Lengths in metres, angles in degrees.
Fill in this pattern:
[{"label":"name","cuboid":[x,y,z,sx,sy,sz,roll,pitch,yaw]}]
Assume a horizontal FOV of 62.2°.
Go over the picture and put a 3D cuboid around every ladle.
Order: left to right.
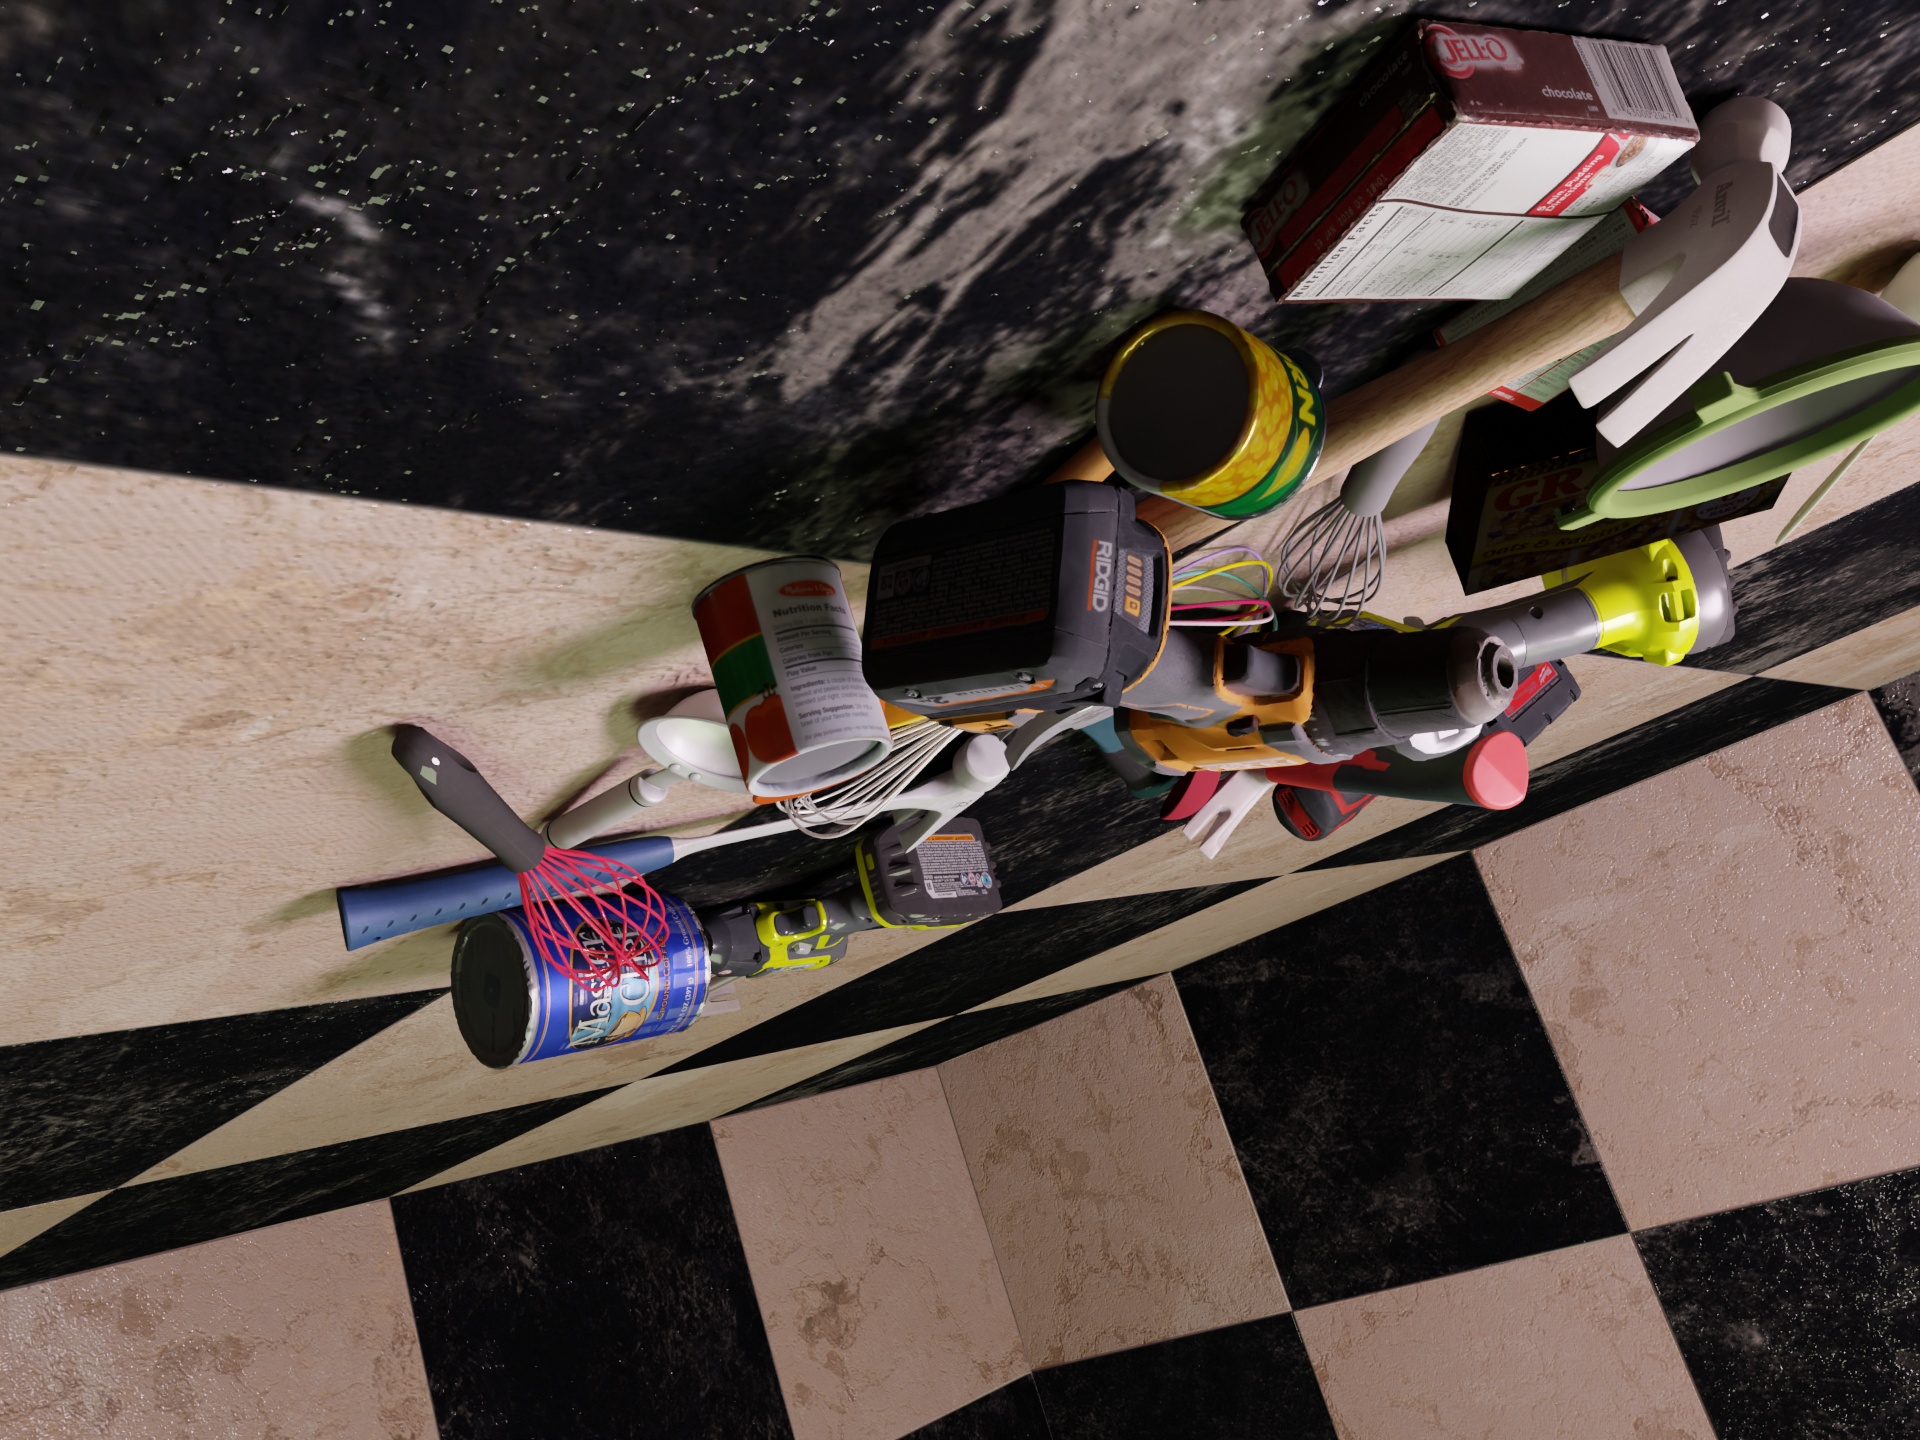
[{"label":"ladle","cuboid":[0.173,-0.001,1.072,0.069,0.031,0.315,-55,166,-20]}]

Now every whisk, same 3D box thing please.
[{"label":"whisk","cuboid":[-0.217,0.075,0.819,0.073,0.073,0.295,-19,152,0]},{"label":"whisk","cuboid":[-0.001,-0.003,0.884,0.246,0.058,0.059,-30,153,20]},{"label":"whisk","cuboid":[0.079,-0.046,0.778,0.245,0.051,0.047,-12,167,-43]},{"label":"whisk","cuboid":[0.194,-0.105,0.758,0.055,0.055,0.238,-17,161,-6]}]

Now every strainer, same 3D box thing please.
[{"label":"strainer","cuboid":[-0.158,0.030,0.826,0.086,0.050,0.258,30,144,-31]},{"label":"strainer","cuboid":[0.381,-0.161,0.673,0.256,0.069,0.151,-17,169,-4]}]

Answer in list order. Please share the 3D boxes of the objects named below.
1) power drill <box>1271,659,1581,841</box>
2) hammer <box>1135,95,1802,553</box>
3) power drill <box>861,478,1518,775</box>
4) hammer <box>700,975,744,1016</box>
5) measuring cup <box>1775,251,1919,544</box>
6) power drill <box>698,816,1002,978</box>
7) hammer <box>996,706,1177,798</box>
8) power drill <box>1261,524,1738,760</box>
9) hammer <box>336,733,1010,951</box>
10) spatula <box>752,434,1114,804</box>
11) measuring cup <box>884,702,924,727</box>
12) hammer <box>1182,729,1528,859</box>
[{"label":"power drill","cuboid":[0.360,0.002,1.224,0.188,0.080,0.226,-32,175,-35]},{"label":"hammer","cuboid":[0.153,-0.113,0.618,0.031,0.130,0.331,42,139,-22]},{"label":"power drill","cuboid":[0.097,-0.027,0.646,0.226,0.084,0.185,16,164,-42]},{"label":"hammer","cuboid":[-0.155,0.209,1.445,0.359,0.037,0.149,-30,161,36]},{"label":"measuring cup","cuboid":[0.434,-0.155,0.776,0.083,0.038,0.167,-38,158,-36]},{"label":"power drill","cuboid":[-0.096,0.146,1.230,0.223,0.080,0.171,-24,164,31]},{"label":"hammer","cuboid":[0.110,0.014,1.088,0.128,0.033,0.330,-22,164,9]},{"label":"power drill","cuboid":[0.297,-0.055,0.911,0.228,0.080,0.191,-19,-163,-9]},{"label":"hammer","cuboid":[-0.171,0.081,0.989,0.405,0.035,0.144,-11,163,-25]},{"label":"spatula","cuboid":[-0.006,-0.046,0.737,0.081,0.041,0.322,-16,165,-39]},{"label":"measuring cup","cuboid":[-0.011,-0.021,0.821,0.029,0.062,0.156,17,157,-36]},{"label":"hammer","cuboid":[0.246,0.042,1.022,0.143,0.038,0.386,-47,-175,-5]}]
